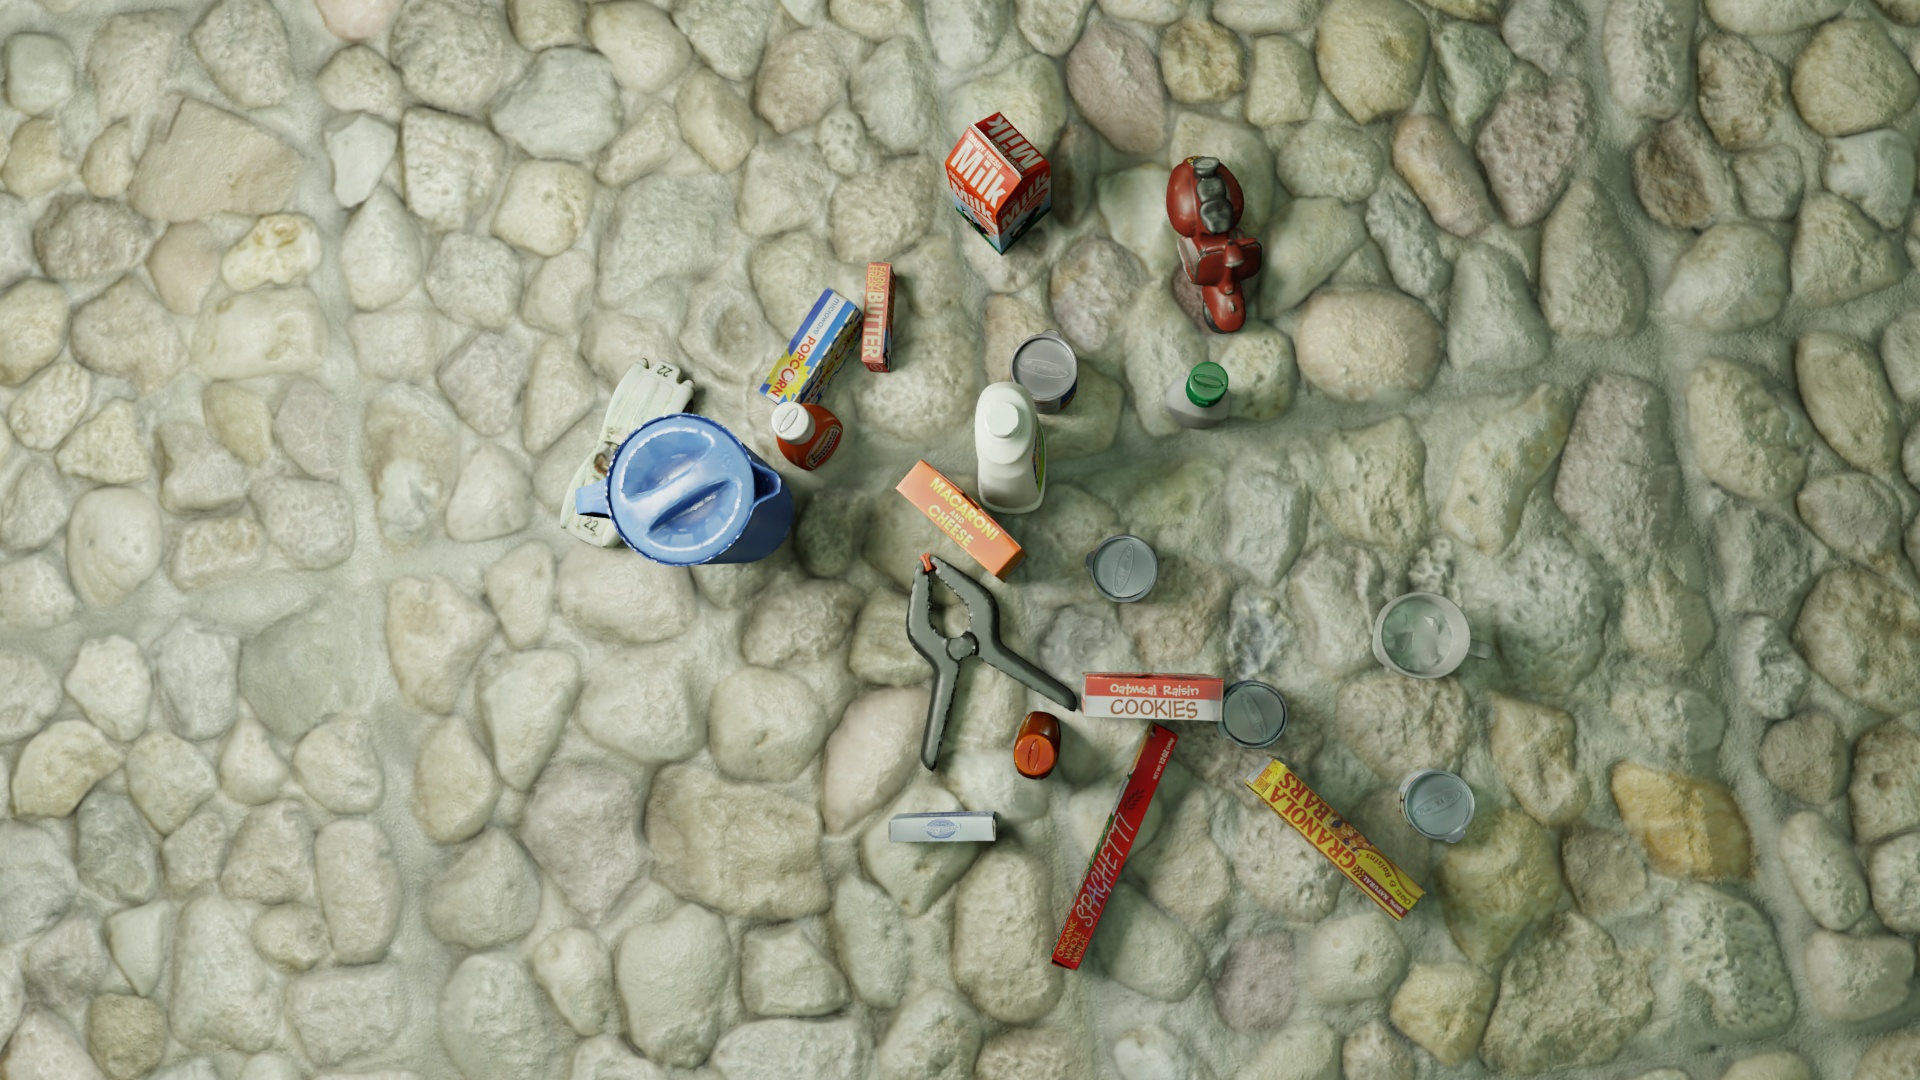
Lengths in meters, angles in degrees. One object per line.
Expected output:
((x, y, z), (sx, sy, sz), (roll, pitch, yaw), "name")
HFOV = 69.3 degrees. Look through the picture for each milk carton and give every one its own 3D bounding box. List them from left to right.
((0.038, -0.346, 1.338), (0.073, 0.190, 0.072), (-43, 84, 0), "milk carton")

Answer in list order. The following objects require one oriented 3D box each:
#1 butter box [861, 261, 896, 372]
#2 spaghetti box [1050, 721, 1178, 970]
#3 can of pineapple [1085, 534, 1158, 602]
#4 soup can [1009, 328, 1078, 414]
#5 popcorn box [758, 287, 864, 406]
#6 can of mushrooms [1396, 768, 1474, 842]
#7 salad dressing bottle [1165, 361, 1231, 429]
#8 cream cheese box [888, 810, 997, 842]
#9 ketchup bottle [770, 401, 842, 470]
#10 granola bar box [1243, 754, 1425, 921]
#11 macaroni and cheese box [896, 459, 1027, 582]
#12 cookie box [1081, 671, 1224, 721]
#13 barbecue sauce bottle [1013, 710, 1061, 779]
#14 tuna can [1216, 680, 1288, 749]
((-0.082, -0.226, 1.406), (0.024, 0.053, 0.103), (3, 86, 5), "butter box")
((0.149, 0.296, 1.350), (0.029, 0.050, 0.250), (24, 88, 6), "spaghetti box")
((0.158, 0.027, 1.366), (0.071, 0.058, 0.071), (0, 86, 4), "can of pineapple")
((0.084, -0.166, 1.374), (0.071, 0.083, 0.071), (0, 86, 4), "soup can")
((-0.145, -0.184, 1.391), (0.038, 0.085, 0.126), (33, 89, 6), "popcorn box")
((0.458, 0.255, 1.339), (0.071, 0.033, 0.071), (0, 86, 4), "can of mushrooms")
((0.231, -0.139, 1.329), (0.064, 0.147, 0.044), (15, 87, 5), "salad dressing bottle")
((-0.016, 0.280, 1.361), (0.104, 0.053, 0.024), (-2, 86, 4), "cream cheese box")
((-0.153, -0.106, 1.354), (0.043, 0.149, 0.065), (36, 89, 6), "ketchup bottle")
((0.345, 0.275, 1.300), (0.165, 0.124, 0.039), (42, 90, 6), "granola bar box")
((0.005, -0.017, 1.327), (0.124, 0.166, 0.040), (42, 90, 6), "macaroni and cheese box")
((0.176, 0.143, 1.301), (0.123, 0.167, 0.040), (1, 86, 4), "cookie box")
((0.072, 0.197, 1.314), (0.044, 0.148, 0.065), (12, 87, 5), "barbecue sauce bottle")
((0.283, 0.171, 1.359), (0.071, 0.033, 0.071), (0, 86, 4), "tuna can")
